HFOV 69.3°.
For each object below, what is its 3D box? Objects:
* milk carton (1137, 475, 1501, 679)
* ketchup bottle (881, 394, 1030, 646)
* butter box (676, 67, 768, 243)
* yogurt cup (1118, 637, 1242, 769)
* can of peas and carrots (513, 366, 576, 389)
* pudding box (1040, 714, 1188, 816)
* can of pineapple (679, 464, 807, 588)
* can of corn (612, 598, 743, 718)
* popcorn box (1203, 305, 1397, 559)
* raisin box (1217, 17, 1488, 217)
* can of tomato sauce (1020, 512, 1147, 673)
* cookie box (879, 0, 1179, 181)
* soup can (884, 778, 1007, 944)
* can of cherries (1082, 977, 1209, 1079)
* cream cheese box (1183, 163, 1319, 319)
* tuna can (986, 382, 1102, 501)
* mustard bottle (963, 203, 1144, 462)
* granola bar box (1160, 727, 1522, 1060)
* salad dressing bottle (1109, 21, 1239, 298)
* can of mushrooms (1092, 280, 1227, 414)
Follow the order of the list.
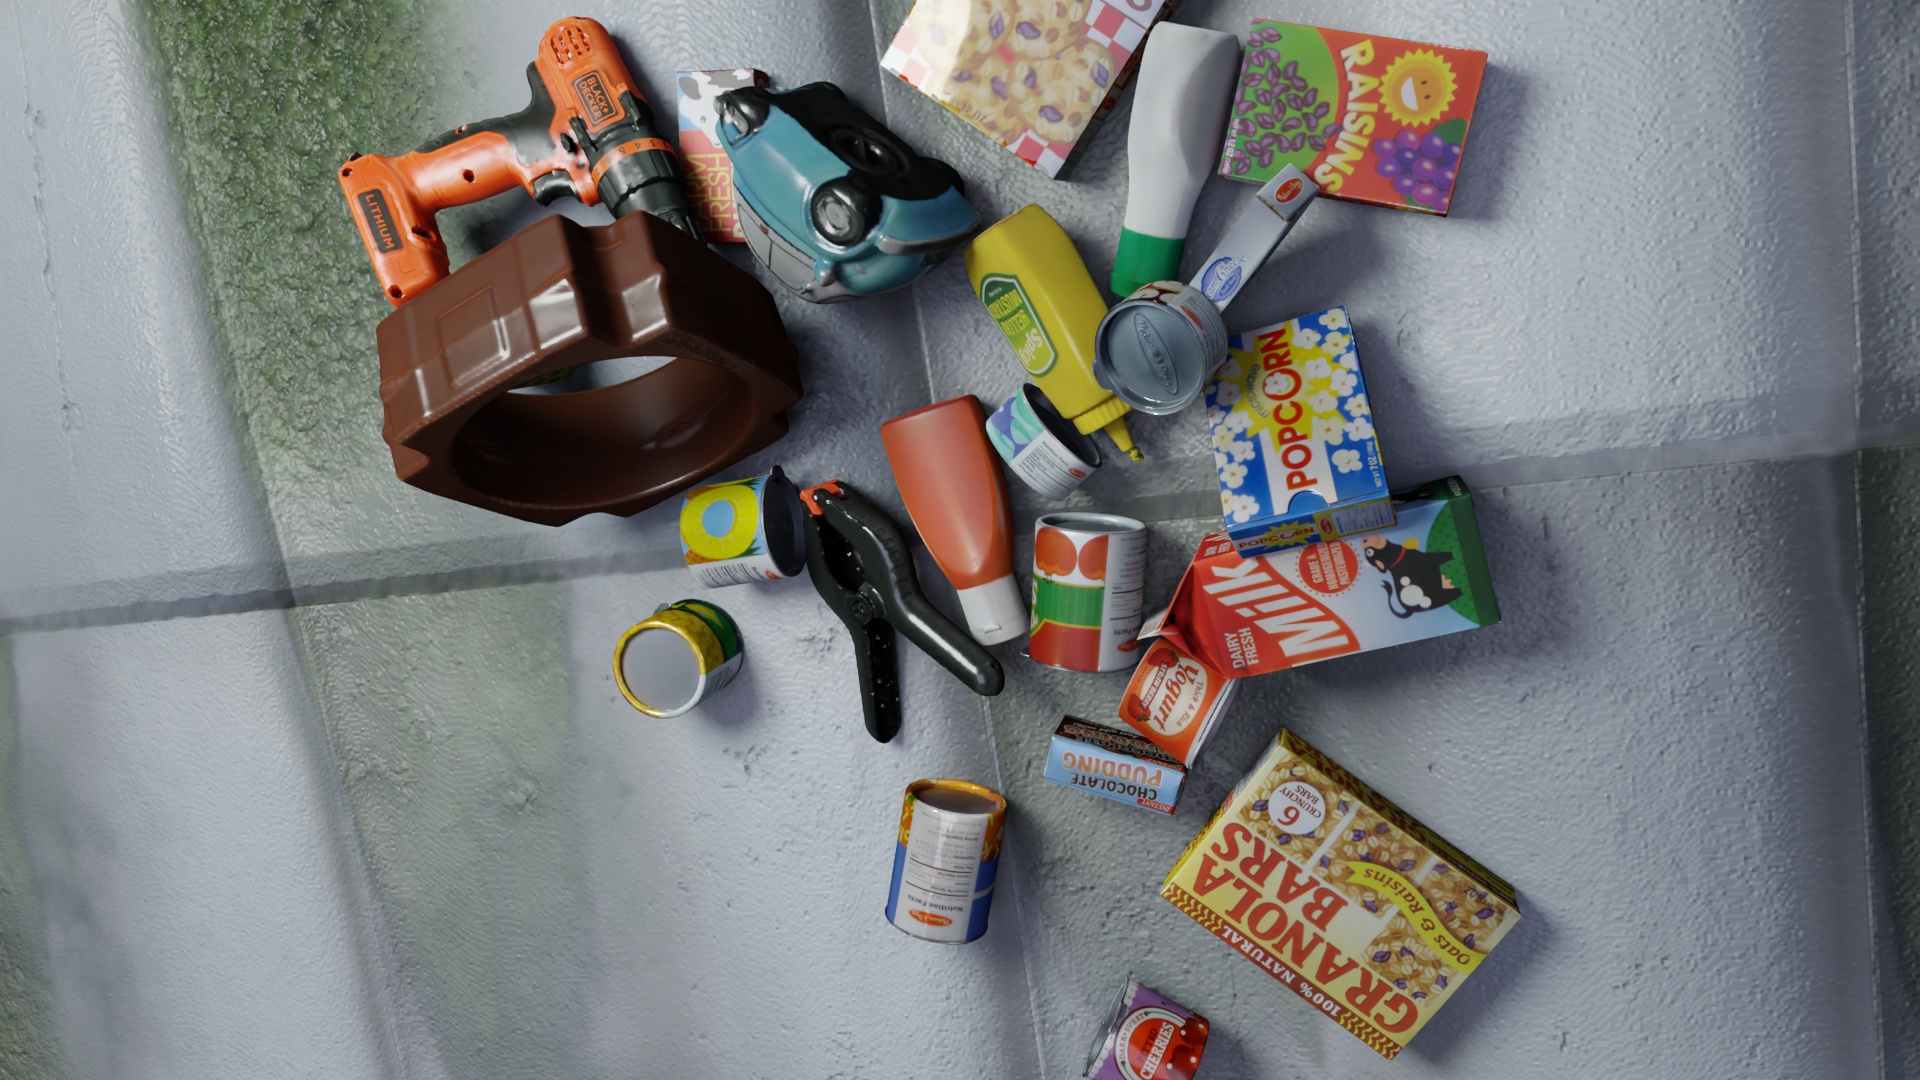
[{"bbox_3d":[0.196,0.025,0.783,0.190,0.072,0.073,-14,97,18],"label":"milk carton"},{"bbox_3d":[0.003,-0.011,0.844,0.064,0.044,0.148,-16,96,18],"label":"ketchup bottle"},{"bbox_3d":[-0.144,-0.234,0.852,0.053,0.024,0.103,2,101,16],"label":"butter box"},{"bbox_3d":[0.129,0.093,0.820,0.054,0.072,0.072,28,107,17],"label":"yogurt cup"},{"bbox_3d":[-0.287,-0.129,0.893,0.071,0.059,0.070,3,102,15],"label":"can of peas and carrots"},{"bbox_3d":[0.095,0.136,0.844,0.084,0.050,0.030,14,103,12],"label":"pudding box"},{"bbox_3d":[-0.135,-0.007,0.872,0.058,0.071,0.071,-9,98,17],"label":"can of pineapple"},{"bbox_3d":[-0.185,0.075,0.904,0.071,0.058,0.071,3,101,14],"label":"can of corn"},{"bbox_3d":[0.180,-0.059,0.754,0.085,0.038,0.127,-13,57,17],"label":"popcorn box"},{"bbox_3d":[0.210,-0.227,0.749,0.123,0.040,0.086,14,103,14],"label":"raisin box"},{"bbox_3d":[0.073,0.029,0.821,0.071,0.071,0.083,5,101,14],"label":"can of tomato sauce"},{"bbox_3d":[0.051,-0.306,0.777,0.123,0.040,0.167,35,108,6],"label":"cookie box"},{"bbox_3d":[-0.008,0.199,0.876,0.071,0.071,0.083,12,99,13],"label":"soup can"},{"bbox_3d":[0.116,0.315,0.862,0.058,0.072,0.071,26,106,9],"label":"can of cherries"},{"bbox_3d":[0.150,-0.151,0.752,0.024,0.054,0.103,41,135,5],"label":"cream cheese box"},{"bbox_3d":[0.048,-0.059,0.813,0.032,0.071,0.071,-43,88,20],"label":"tuna can"},{"bbox_3d":[0.062,-0.112,0.798,0.049,0.065,0.160,-34,95,-23],"label":"mustard bottle"},{"bbox_3d":[0.224,0.210,0.829,0.165,0.039,0.124,35,107,6],"label":"granola bar box"},{"bbox_3d":[0.115,-0.207,0.769,0.044,0.064,0.147,24,115,32],"label":"salad dressing bottle"},{"bbox_3d":[0.107,-0.104,0.752,0.071,0.034,0.070,20,129,27],"label":"can of mushrooms"}]
